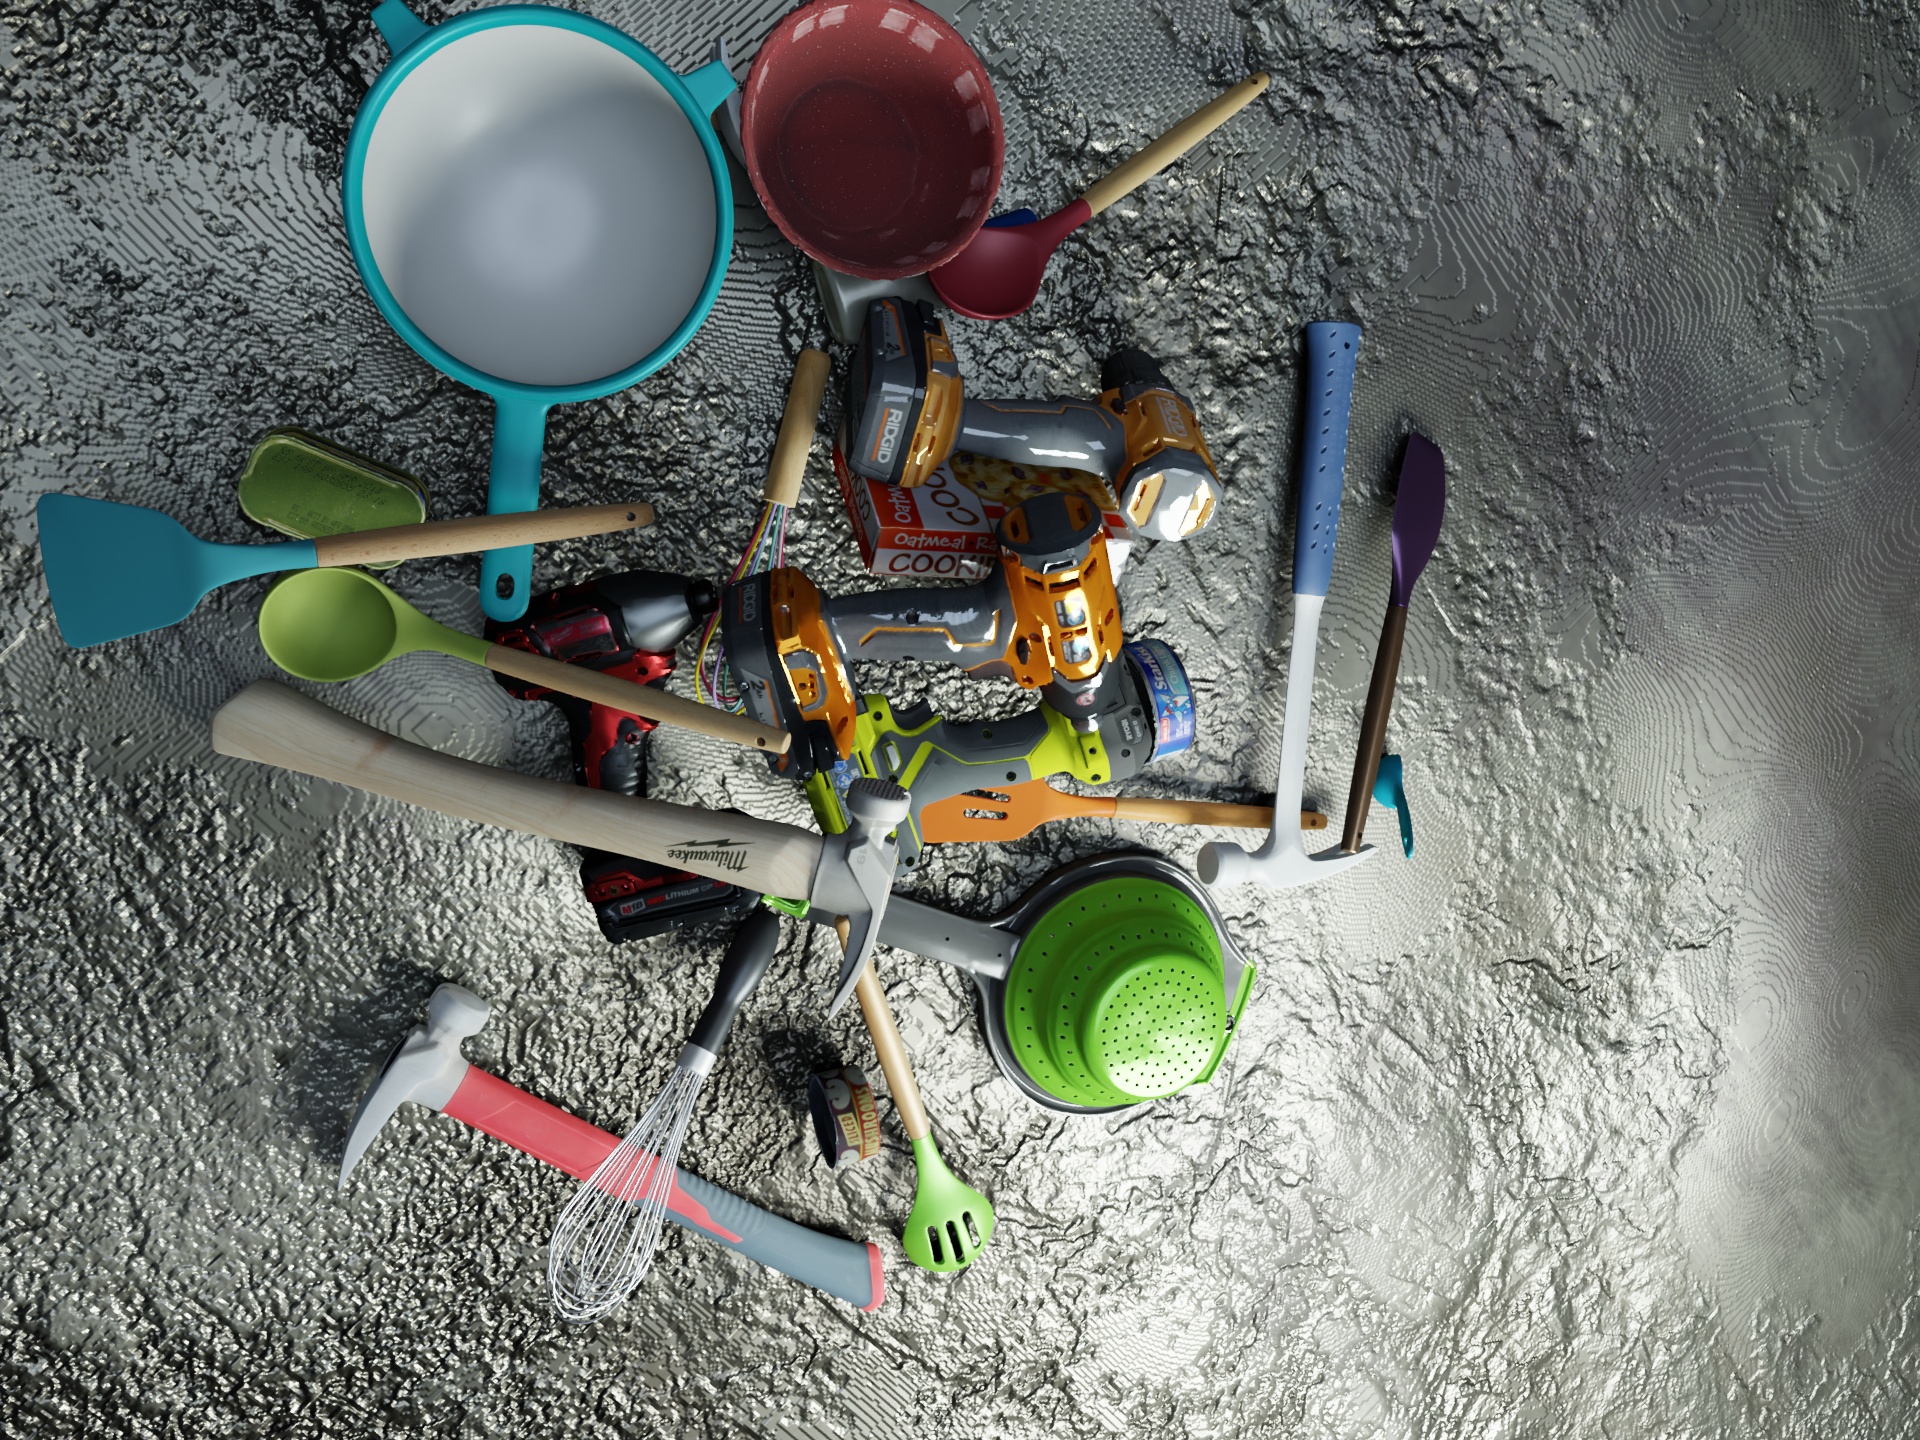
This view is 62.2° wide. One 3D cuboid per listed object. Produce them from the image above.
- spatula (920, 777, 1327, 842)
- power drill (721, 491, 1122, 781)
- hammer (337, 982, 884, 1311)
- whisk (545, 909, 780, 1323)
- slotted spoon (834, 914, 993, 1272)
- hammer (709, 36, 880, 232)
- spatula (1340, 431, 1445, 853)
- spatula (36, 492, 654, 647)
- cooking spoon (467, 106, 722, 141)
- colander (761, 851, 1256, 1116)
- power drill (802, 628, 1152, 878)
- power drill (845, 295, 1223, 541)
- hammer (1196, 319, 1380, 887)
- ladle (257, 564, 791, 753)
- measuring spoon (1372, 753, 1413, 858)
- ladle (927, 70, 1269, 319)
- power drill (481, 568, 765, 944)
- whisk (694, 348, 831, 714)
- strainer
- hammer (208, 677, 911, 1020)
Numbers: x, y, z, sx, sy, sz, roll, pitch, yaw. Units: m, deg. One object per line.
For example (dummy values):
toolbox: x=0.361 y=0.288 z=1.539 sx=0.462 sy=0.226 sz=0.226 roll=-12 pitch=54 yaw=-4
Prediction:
spatula: x=0.126 y=0.061 z=1.153 sx=0.322 sy=0.041 sz=0.081 roll=5 pitch=98 yaw=-24
power drill: x=-0.014 y=-0.037 z=0.958 sx=0.226 sy=0.084 sz=0.164 roll=-13 pitch=131 yaw=3
hammer: x=-0.219 y=0.325 z=1.076 sx=0.386 sy=0.038 sz=0.143 roll=34 pitch=90 yaw=-21
whisk: x=-0.188 y=0.250 z=1.032 sx=0.070 sy=0.070 sz=0.285 roll=34 pitch=68 yaw=-21
slotted spoon: x=-0.038 y=0.269 z=1.110 sx=0.070 sy=0.031 sz=0.313 roll=-21 pitch=113 yaw=-11
hammer: x=-0.050 y=-0.475 z=0.972 sx=0.128 sy=0.033 sz=0.331 roll=24 pitch=87 yaw=-22
spatula: x=0.314 y=-0.057 z=1.156 sx=0.059 sy=0.018 sz=0.316 roll=22 pitch=77 yaw=-38
spatula: x=-0.328 y=-0.098 z=0.876 sx=0.317 sy=0.044 sz=0.082 roll=-9 pitch=103 yaw=-22
cooking spoon: x=-0.152 y=-0.372 z=0.977 sx=0.318 sy=0.017 sz=0.068 roll=4 pitch=107 yaw=-19
colander: x=0.051 y=0.177 z=1.109 sx=0.396 sy=0.094 sz=0.204 roll=21 pitch=93 yaw=-21
power drill: x=-0.002 y=-0.003 z=1.052 sx=0.223 sy=0.080 sz=0.171 roll=-19 pitch=91 yaw=-5
power drill: x=0.045 y=-0.200 z=1.006 sx=0.226 sy=0.186 sz=0.084 roll=10 pitch=128 yaw=-12
hammer: x=0.255 y=-0.079 z=1.150 sx=0.144 sy=0.035 sz=0.405 roll=2 pitch=96 yaw=-26
ladle: x=-0.253 y=-0.025 z=0.918 sx=0.320 sy=0.062 sz=0.078 roll=16 pitch=121 yaw=9
measuring spoon: x=0.316 y=0.065 z=1.170 sx=0.021 sy=0.129 sz=0.042 roll=6 pitch=117 yaw=6
ladle: x=0.097 y=-0.346 z=1.031 sx=0.315 sy=0.031 sz=0.069 roll=-40 pitch=85 yaw=-22
power drill: x=-0.194 y=0.016 z=0.989 sx=0.143 sy=0.078 sz=0.219 roll=-16 pitch=104 yaw=7
whisk: x=-0.125 y=-0.119 z=1.022 sx=0.047 sy=0.051 sz=0.245 roll=14 pitch=92 yaw=-15
strainer: x=-0.249 y=-0.232 z=0.934 sx=0.211 sy=0.095 sz=0.340 roll=7 pitch=104 yaw=-11
hammer: x=-0.243 y=0.061 z=0.946 sx=0.410 sy=0.038 sz=0.146 roll=14 pitch=104 yaw=0
